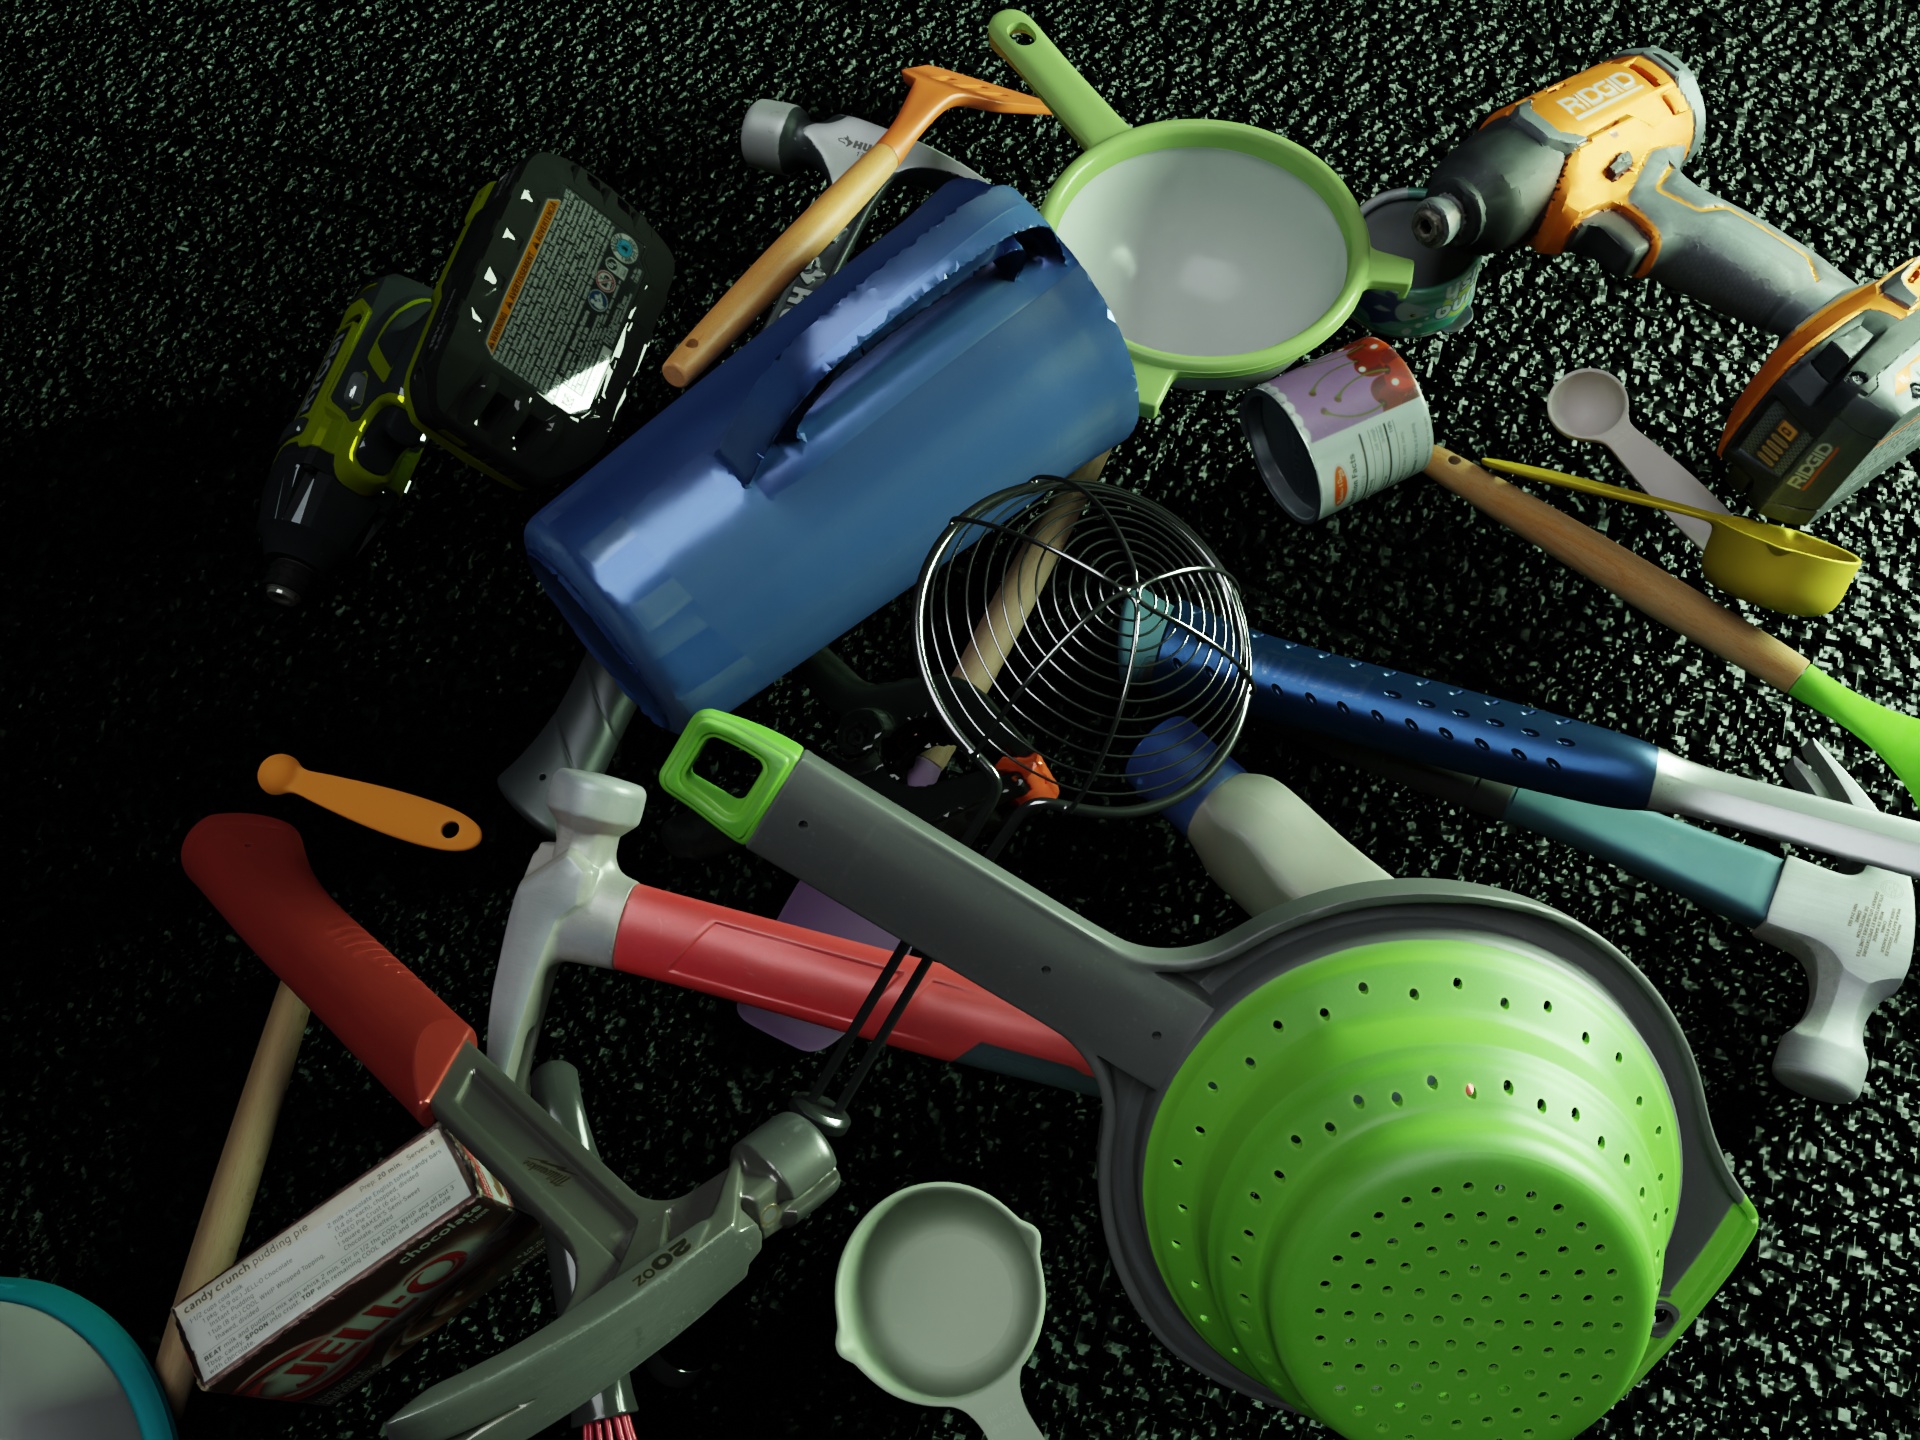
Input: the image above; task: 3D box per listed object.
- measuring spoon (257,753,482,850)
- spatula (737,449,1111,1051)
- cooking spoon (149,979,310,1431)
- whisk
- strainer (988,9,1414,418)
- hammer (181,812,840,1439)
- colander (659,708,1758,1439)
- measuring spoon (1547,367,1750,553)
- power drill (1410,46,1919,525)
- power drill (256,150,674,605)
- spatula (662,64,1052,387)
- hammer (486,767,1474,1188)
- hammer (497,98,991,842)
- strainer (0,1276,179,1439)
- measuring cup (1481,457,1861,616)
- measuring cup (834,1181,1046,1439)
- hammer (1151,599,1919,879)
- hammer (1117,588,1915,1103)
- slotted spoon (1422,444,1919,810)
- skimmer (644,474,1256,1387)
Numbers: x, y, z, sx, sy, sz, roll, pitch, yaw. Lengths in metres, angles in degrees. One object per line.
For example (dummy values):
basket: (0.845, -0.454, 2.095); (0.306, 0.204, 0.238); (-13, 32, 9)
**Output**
measuring spoon: (-0.267, 0.036, 0.714); (0.117, 0.011, 0.021); (16, 69, 14)
spatula: (-0.001, -0.002, 0.694); (0.060, 0.018, 0.316); (21, 71, 20)
cooking spoon: (-0.302, 0.244, 0.619); (0.069, 0.017, 0.319); (3, 66, 14)
whisk: (-0.120, 0.263, 0.552); (0.073, 0.073, 0.296); (-15, 68, 0)
strainer: (0.083, -0.243, 0.765); (0.151, 0.069, 0.257); (-27, 64, -11)
hammer: (-0.211, 0.117, 0.576); (0.149, 0.036, 0.359); (-28, 37, -35)
colander: (0.077, 0.118, 0.491); (0.397, 0.094, 0.204); (31, 103, -5)
measuring spoon: (0.309, -0.107, 0.708); (0.034, 0.018, 0.124); (-38, 73, 3)
power drill: (0.312, -0.192, 0.688); (0.164, 0.084, 0.227); (-30, 66, -24)
power drill: (-0.234, -0.143, 0.705); (0.223, 0.080, 0.171); (-12, 55, 45)
spatula: (-0.047, -0.243, 0.744); (0.081, 0.041, 0.323); (23, 53, 13)
hammer: (0.007, 0.132, 0.612); (0.386, 0.038, 0.143); (14, 88, 8)
hammer: (-0.108, -0.127, 0.757); (0.149, 0.036, 0.409); (17, 69, 13)
strainer: (-0.410, 0.247, 0.580); (0.211, 0.095, 0.341); (-22, 65, 3)
measuring cup: (0.295, -0.079, 0.677); (0.157, 0.062, 0.029); (22, 113, 27)
measuring cup: (0.016, 0.247, 0.568); (0.083, 0.038, 0.168); (-29, 67, -6)
hammer: (0.270, 0.030, 0.598); (0.405, 0.035, 0.144); (16, 70, 15)
hammer: (0.211, 0.023, 0.647); (0.331, 0.033, 0.128); (24, 71, 17)
slotted spoon: (0.324, -0.031, 0.661); (0.314, 0.031, 0.070); (38, 62, 23)
skimmer: (-0.019, 0.082, 0.583); (0.127, 0.090, 0.363); (29, 103, -6)
